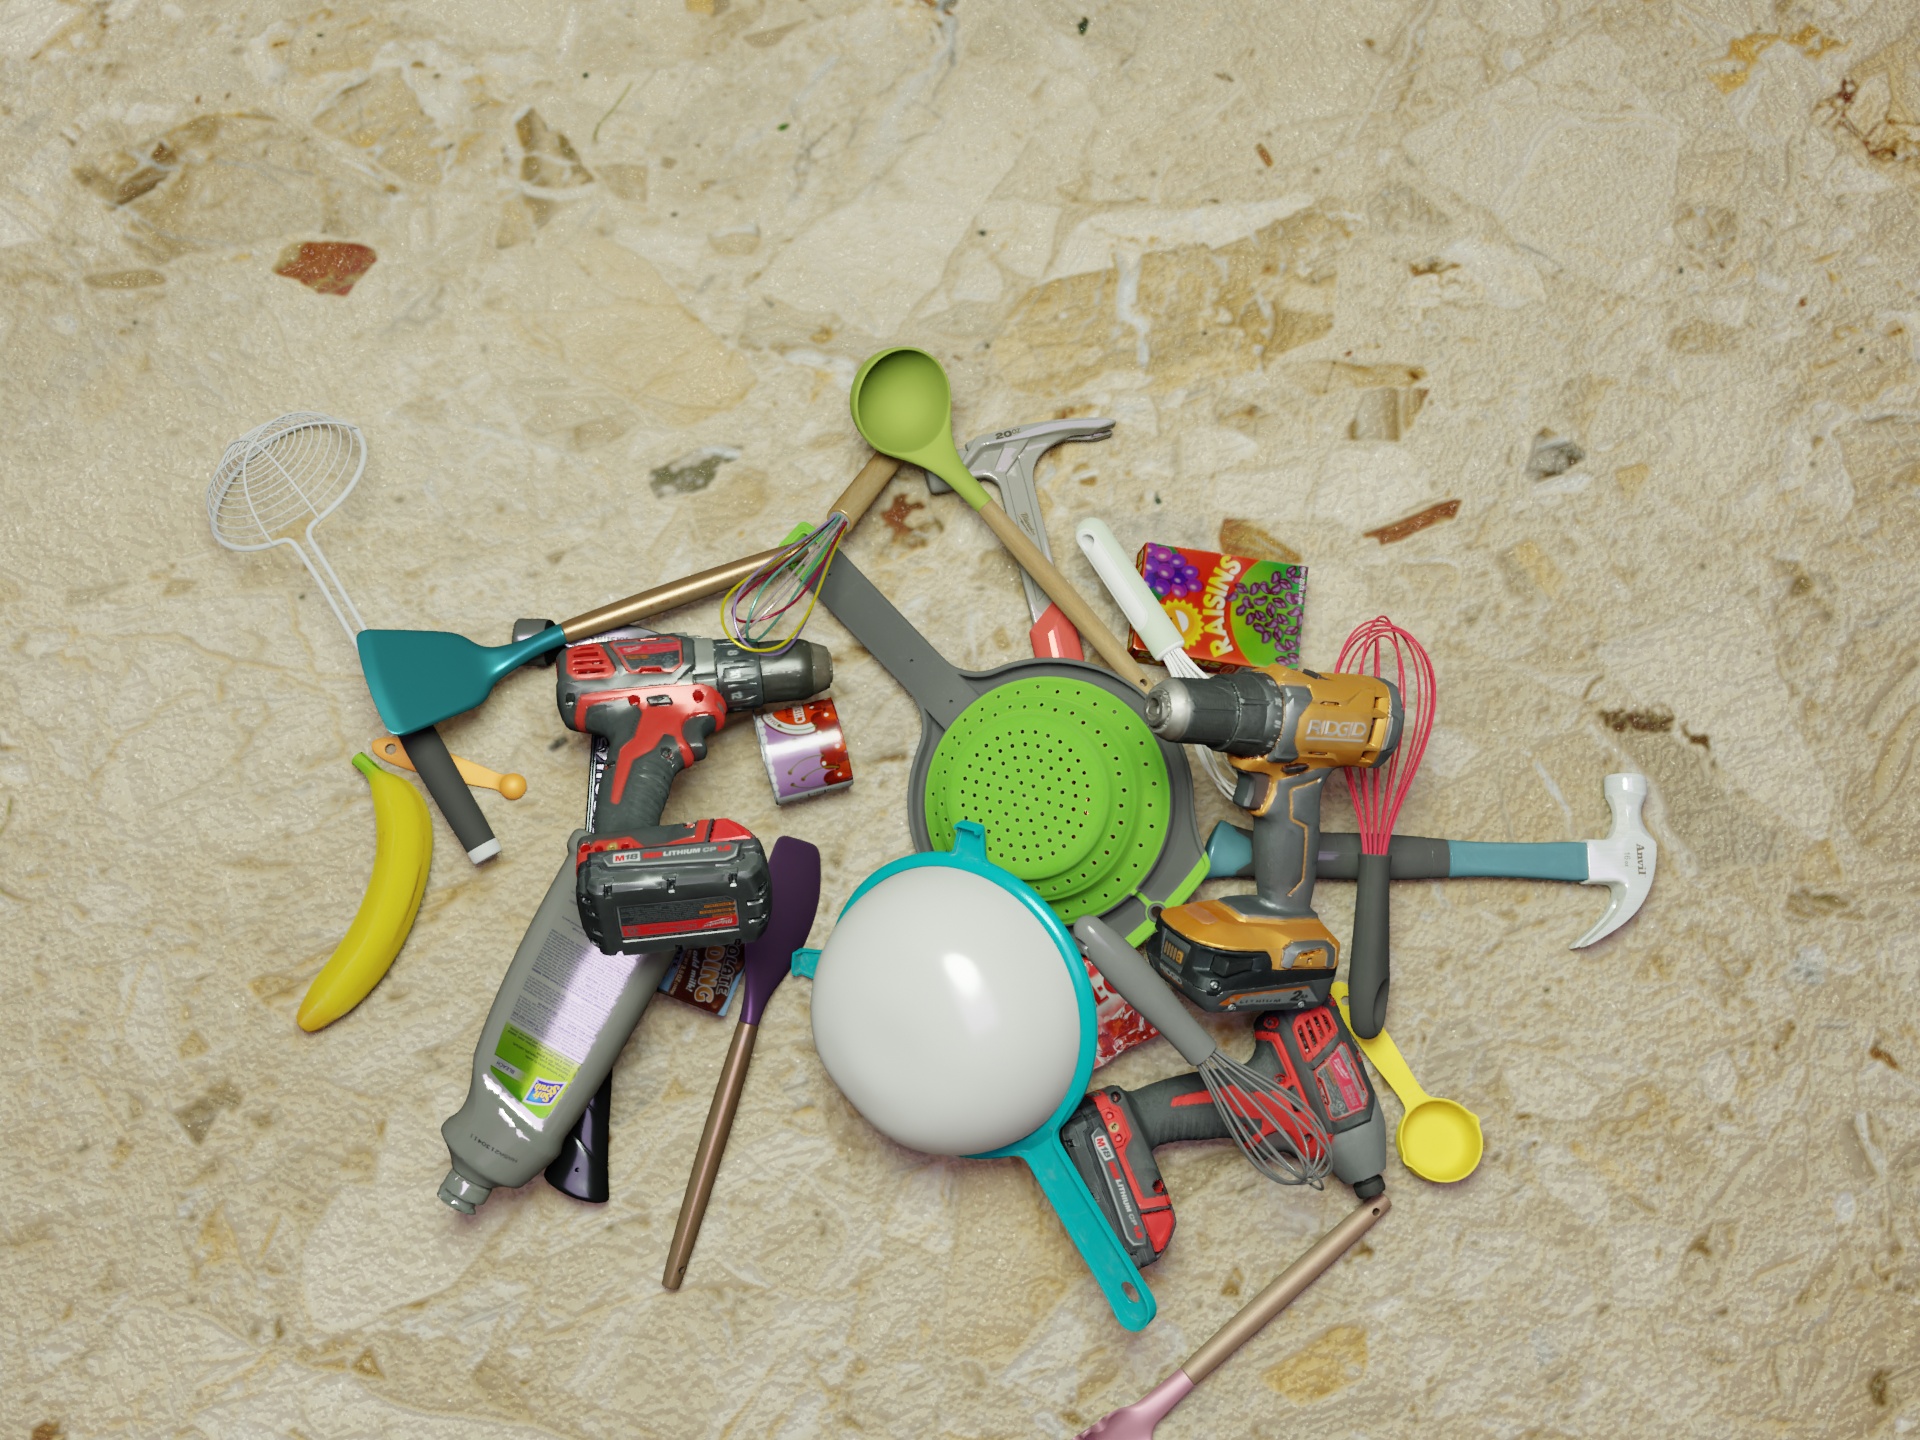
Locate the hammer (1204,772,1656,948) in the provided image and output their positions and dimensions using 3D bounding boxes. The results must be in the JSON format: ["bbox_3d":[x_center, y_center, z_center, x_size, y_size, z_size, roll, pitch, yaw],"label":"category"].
[{"bbox_3d":[0.339,0.099,1.156,0.331,0.033,0.128,2,77,-2],"label":"hammer"}]

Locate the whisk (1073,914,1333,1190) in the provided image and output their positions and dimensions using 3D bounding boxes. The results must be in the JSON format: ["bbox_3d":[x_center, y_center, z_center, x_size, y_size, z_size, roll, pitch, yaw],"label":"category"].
[{"bbox_3d":[0.155,0.214,1.022,0.055,0.055,0.239,-44,96,-10],"label":"whisk"}]

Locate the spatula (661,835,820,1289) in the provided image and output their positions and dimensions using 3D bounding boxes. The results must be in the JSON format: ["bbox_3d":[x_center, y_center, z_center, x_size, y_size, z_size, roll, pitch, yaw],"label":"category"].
[{"bbox_3d":[-0.153,0.236,1.105,0.018,0.059,0.316,9,79,42],"label":"spatula"}]

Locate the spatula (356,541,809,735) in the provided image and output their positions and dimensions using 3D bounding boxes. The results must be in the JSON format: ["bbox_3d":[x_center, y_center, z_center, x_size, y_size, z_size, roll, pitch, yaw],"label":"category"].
[{"bbox_3d":[-0.256,-0.073,1.122,0.317,0.044,0.082,-21,73,-12],"label":"spatula"}]

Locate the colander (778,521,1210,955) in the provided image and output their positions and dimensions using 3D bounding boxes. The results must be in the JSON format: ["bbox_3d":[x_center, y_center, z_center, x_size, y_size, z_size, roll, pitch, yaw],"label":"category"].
[{"bbox_3d":[-0.002,-0.004,1.108,0.204,0.094,0.397,-45,76,6],"label":"colander"}]

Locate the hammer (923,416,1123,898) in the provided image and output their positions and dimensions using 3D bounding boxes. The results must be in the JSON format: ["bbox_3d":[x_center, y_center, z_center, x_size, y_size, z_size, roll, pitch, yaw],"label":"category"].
[{"bbox_3d":[0.082,-0.047,1.173,0.149,0.036,0.359,-12,79,-5],"label":"hammer"}]

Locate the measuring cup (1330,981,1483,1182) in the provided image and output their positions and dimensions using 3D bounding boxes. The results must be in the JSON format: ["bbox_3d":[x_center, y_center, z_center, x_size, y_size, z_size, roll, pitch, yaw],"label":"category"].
[{"bbox_3d":[0.309,0.256,1.131,0.062,0.029,0.157,-29,69,-8],"label":"measuring cup"}]

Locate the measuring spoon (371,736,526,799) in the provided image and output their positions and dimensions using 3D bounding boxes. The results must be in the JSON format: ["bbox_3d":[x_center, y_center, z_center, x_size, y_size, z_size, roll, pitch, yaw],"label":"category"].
[{"bbox_3d":[-0.370,0.033,1.147,0.117,0.011,0.021,17,78,1],"label":"measuring spoon"}]

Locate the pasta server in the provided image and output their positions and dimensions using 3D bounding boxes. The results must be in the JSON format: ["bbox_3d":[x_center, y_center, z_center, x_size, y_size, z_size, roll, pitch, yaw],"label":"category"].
[{"bbox_3d":[0.177,0.429,1.078,0.316,0.040,0.060,-38,95,-10],"label":"pasta server"}]

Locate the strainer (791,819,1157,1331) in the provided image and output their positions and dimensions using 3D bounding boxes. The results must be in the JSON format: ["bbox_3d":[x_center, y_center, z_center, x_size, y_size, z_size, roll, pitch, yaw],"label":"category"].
[{"bbox_3d":[0.010,0.249,1.019,0.211,0.095,0.340,-40,75,30],"label":"strainer"}]

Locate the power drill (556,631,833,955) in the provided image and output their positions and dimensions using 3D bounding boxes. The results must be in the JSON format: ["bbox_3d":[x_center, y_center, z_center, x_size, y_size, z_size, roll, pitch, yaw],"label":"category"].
[{"bbox_3d":[-0.169,0.032,1.045,0.188,0.080,0.227,-5,51,-9],"label":"power drill"}]

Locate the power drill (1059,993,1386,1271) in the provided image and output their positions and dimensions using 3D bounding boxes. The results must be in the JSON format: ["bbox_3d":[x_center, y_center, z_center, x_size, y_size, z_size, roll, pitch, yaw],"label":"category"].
[{"bbox_3d":[0.183,0.288,1.090,0.219,0.078,0.143,-21,81,-9],"label":"power drill"}]

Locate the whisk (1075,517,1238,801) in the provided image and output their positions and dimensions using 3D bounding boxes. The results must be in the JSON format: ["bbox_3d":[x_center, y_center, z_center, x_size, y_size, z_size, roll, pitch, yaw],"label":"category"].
[{"bbox_3d":[0.153,-0.043,1.130,0.059,0.057,0.246,-21,73,-42],"label":"whisk"}]

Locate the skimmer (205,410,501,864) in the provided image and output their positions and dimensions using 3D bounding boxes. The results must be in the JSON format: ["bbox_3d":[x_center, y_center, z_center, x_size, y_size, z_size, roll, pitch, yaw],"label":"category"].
[{"bbox_3d":[-0.423,-0.060,1.150,0.127,0.090,0.363,-30,90,-2],"label":"skimmer"}]

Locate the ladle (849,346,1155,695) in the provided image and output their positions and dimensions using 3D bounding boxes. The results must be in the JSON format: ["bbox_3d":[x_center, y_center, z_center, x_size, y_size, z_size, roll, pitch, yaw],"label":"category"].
[{"bbox_3d":[0.036,-0.138,1.145,0.078,0.062,0.320,-40,85,-9],"label":"ladle"}]

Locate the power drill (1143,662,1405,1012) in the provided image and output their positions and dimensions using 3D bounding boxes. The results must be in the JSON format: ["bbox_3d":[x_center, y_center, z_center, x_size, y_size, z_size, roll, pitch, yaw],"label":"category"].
[{"bbox_3d":[0.186,0.073,1.042,0.185,0.084,0.226,3,105,-28],"label":"power drill"}]

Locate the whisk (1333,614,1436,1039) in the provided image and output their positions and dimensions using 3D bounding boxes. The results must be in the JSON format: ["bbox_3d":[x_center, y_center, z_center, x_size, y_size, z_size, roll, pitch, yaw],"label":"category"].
[{"bbox_3d":[0.291,0.074,1.109,0.073,0.073,0.296,3,88,-2],"label":"whisk"}]

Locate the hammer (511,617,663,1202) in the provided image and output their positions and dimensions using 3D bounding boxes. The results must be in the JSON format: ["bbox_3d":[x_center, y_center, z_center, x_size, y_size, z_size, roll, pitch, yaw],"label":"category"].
[{"bbox_3d":[-0.252,0.128,1.123,0.149,0.036,0.409,1,79,-3],"label":"hammer"}]

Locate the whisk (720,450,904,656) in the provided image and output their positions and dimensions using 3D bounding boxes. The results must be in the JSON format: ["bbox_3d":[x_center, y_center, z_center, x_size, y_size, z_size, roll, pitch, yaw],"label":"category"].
[{"bbox_3d":[-0.099,-0.132,1.130,0.047,0.051,0.245,13,47,21],"label":"whisk"}]
